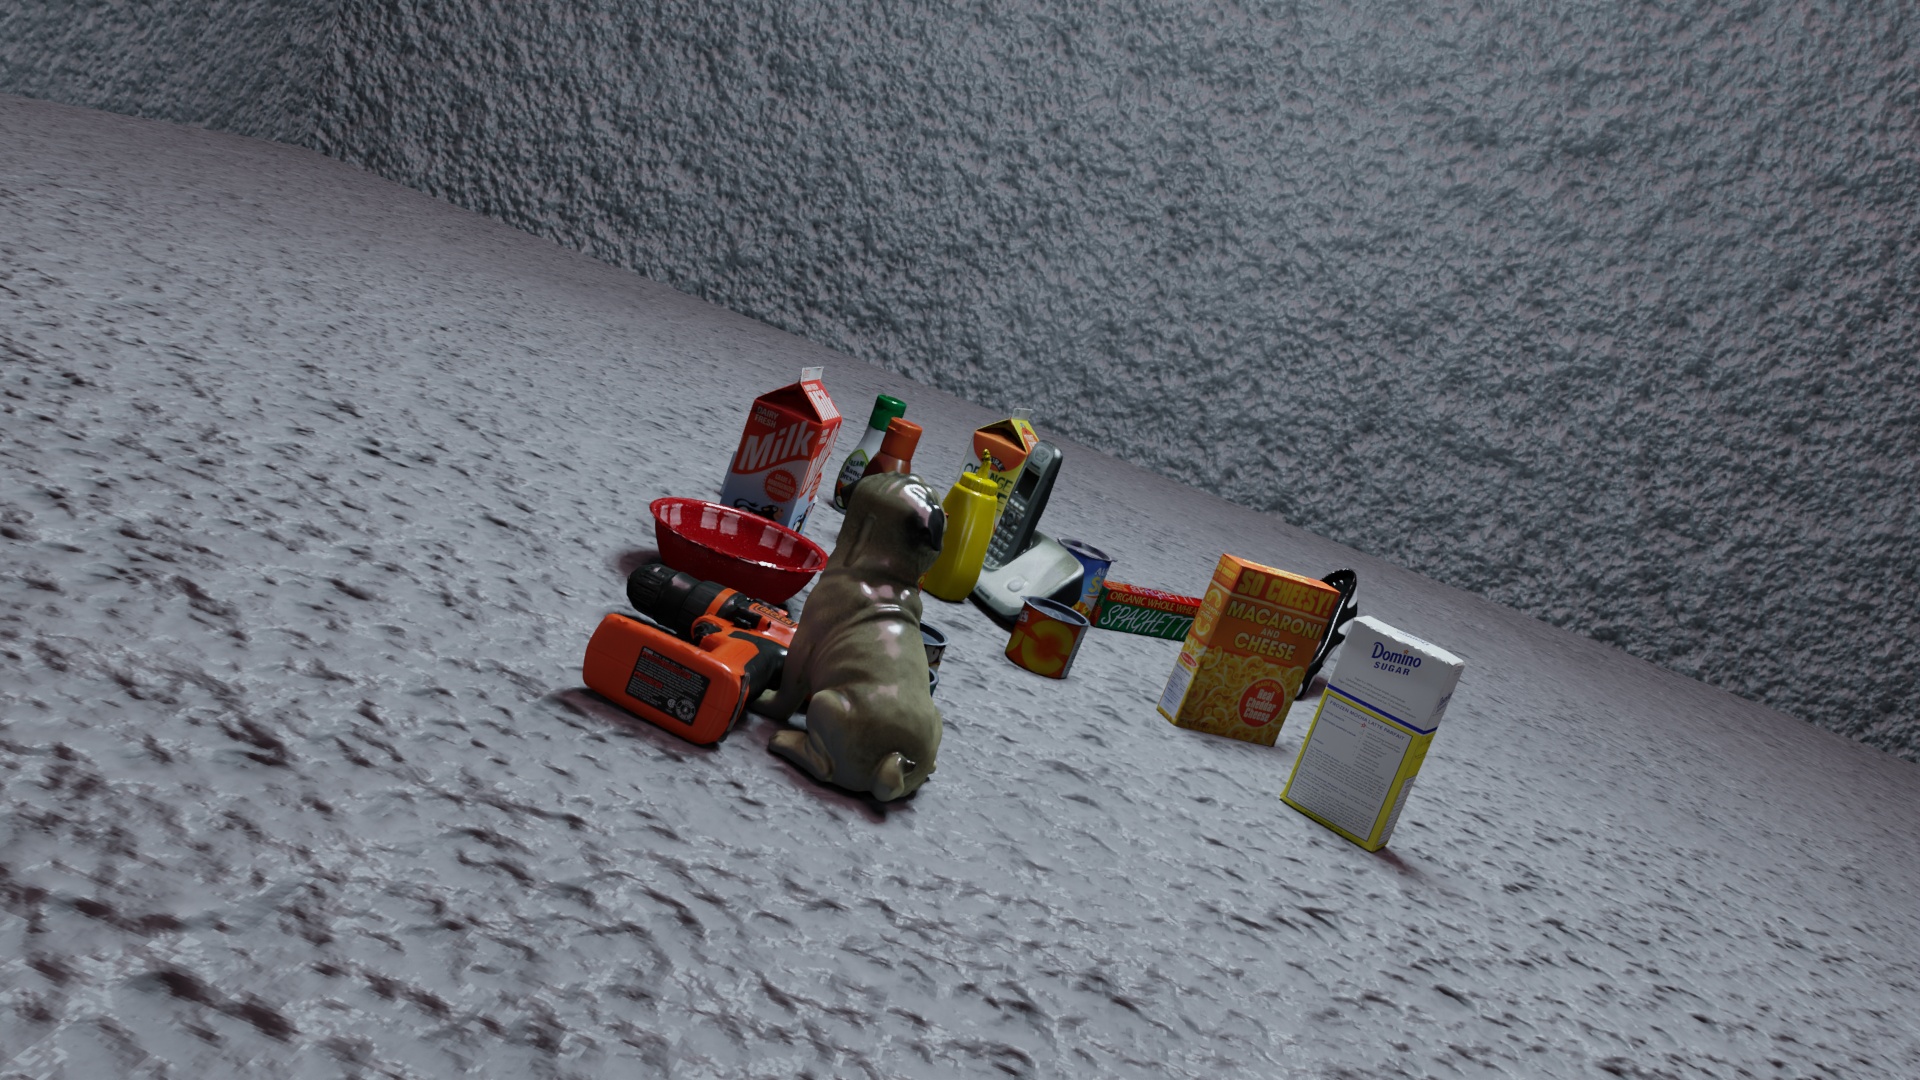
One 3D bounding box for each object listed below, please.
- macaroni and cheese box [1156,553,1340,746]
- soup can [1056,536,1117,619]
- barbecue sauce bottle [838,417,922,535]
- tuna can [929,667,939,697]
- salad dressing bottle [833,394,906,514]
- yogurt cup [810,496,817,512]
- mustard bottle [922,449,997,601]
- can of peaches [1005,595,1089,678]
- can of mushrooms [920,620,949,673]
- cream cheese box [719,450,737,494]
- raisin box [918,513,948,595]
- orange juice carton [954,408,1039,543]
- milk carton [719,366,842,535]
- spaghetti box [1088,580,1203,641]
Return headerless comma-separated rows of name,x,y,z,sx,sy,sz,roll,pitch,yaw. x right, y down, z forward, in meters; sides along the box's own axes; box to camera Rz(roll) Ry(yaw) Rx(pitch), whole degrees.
macaroni and cheese box,0.274,0.106,1.328,0.124,0.166,0.040,15,12,-26
soup can,0.126,0.047,1.540,0.071,0.083,0.071,20,11,-4
barbecue sauce bottle,-0.083,-0.058,1.502,0.044,0.148,0.065,10,15,-43
tuna can,-0.052,0.111,1.077,0.071,0.032,0.071,20,12,-4
salad dressing bottle,-0.105,-0.099,1.651,0.064,0.147,0.044,29,14,35
yogurt cup,-0.187,-0.031,1.431,0.072,0.053,0.072,20,12,-4
mustard bottle,0.005,-0.018,1.442,0.065,0.160,0.049,30,15,40
can of peaches,0.080,0.092,1.326,0.071,0.058,0.071,20,11,-4
can of mushrooms,-0.046,0.089,1.180,0.071,0.033,0.071,20,12,-4
cream cheese box,-0.208,-0.054,1.502,0.104,0.053,0.024,26,12,25
raisin box,-0.069,0.016,1.253,0.040,0.123,0.086,10,16,-45
orange juice carton,0.040,-0.067,1.641,0.073,0.192,0.072,24,12,18
milk carton,-0.171,-0.077,1.331,0.073,0.190,0.072,22,11,6
spaghetti box,0.245,0.089,1.638,0.250,0.050,0.029,11,15,-38
